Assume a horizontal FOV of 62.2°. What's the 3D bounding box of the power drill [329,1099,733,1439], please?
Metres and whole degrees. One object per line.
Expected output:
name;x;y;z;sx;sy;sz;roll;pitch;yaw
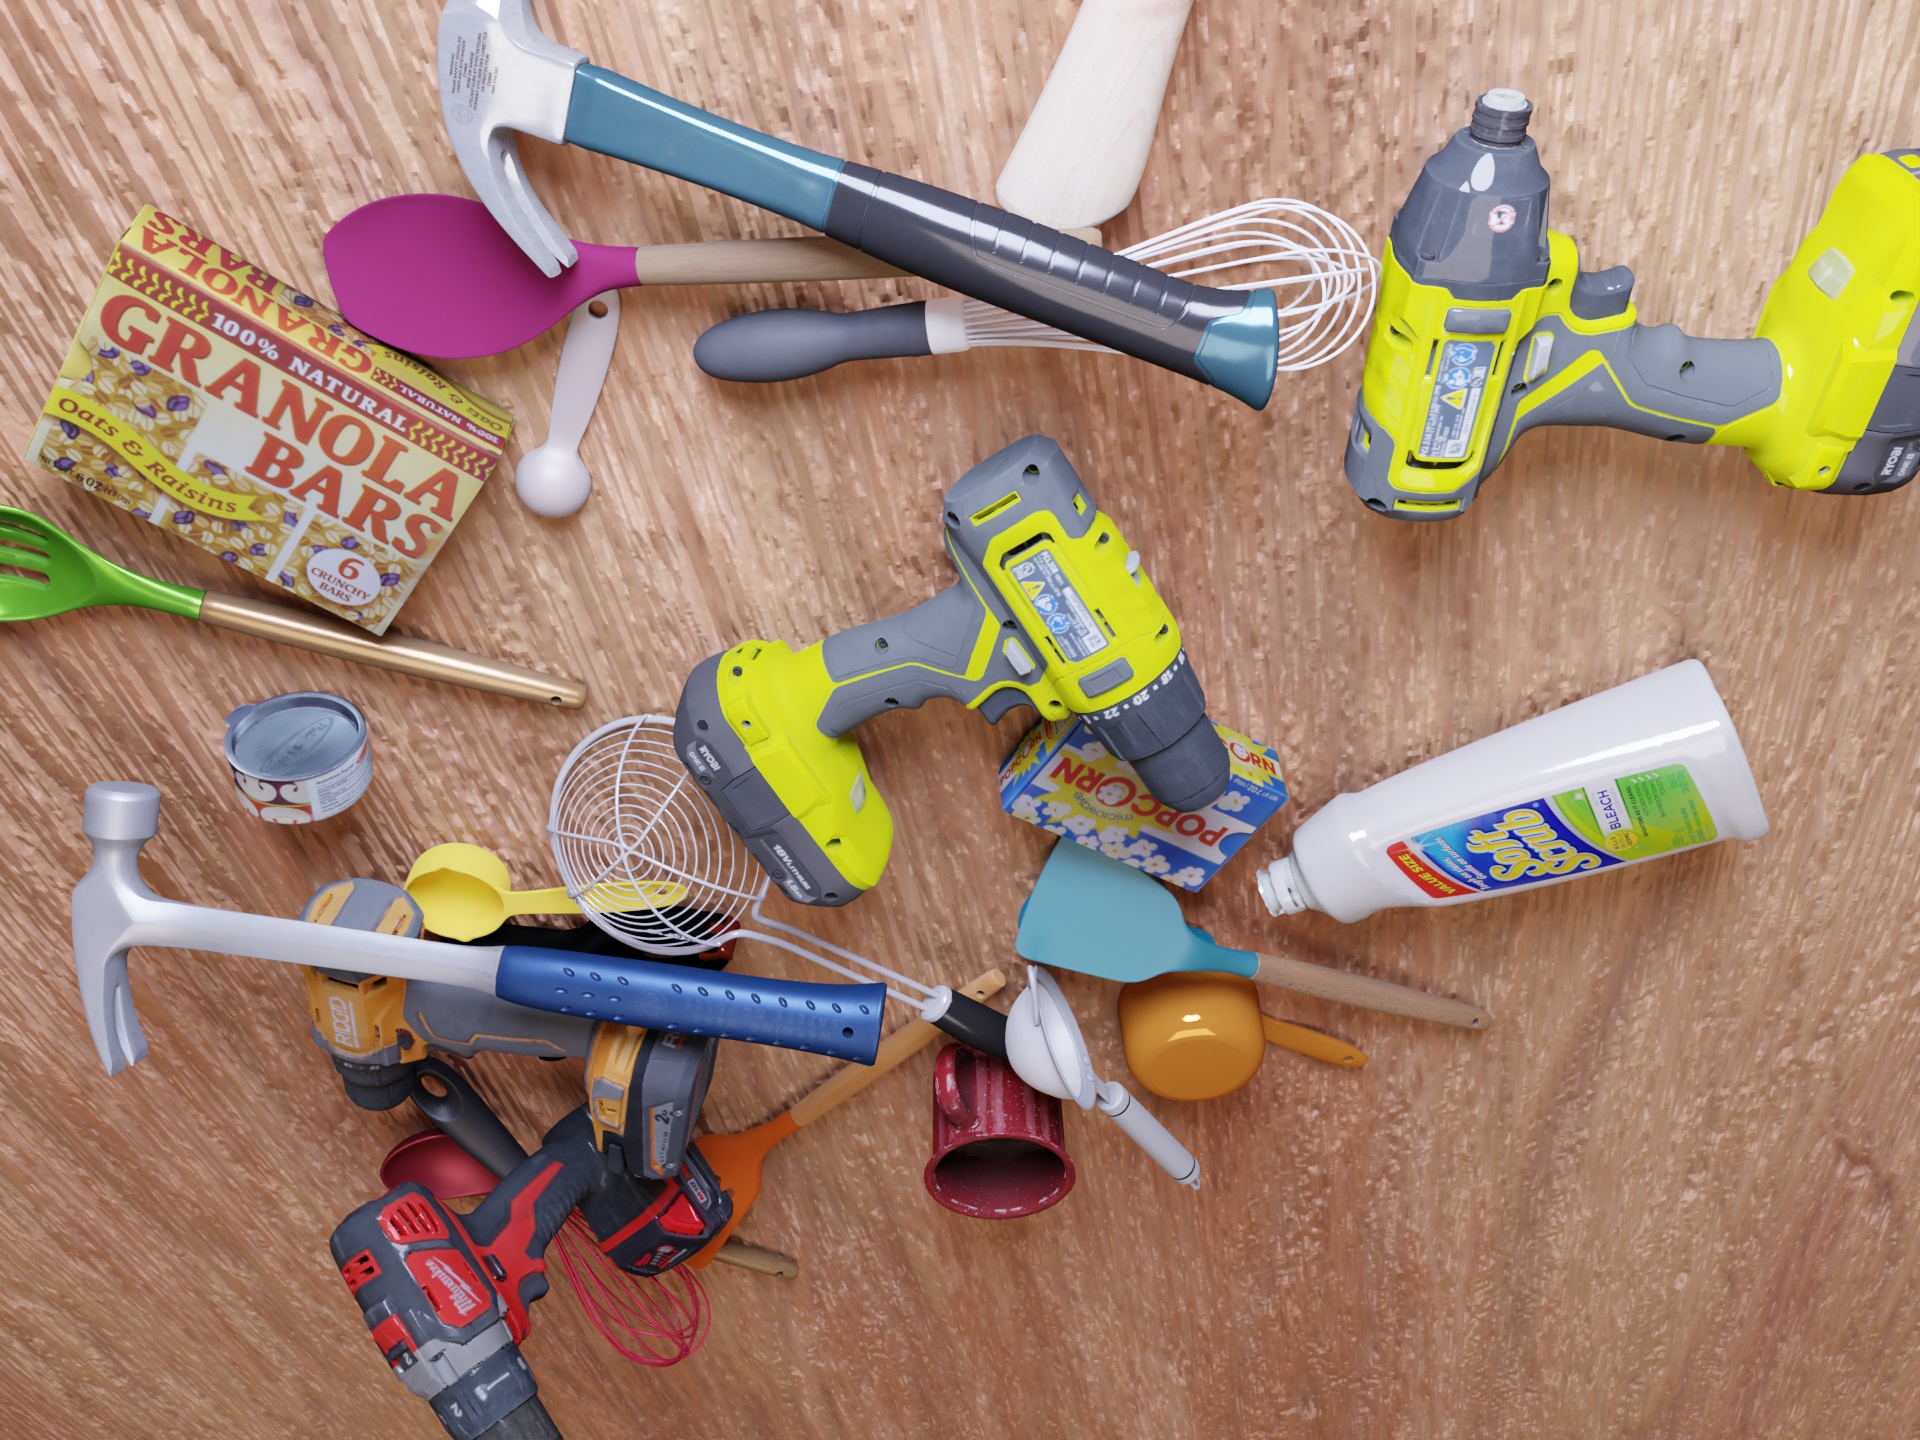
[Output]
power drill;-0.236;0.329;0.936;0.080;0.226;0.188;-41;79;29

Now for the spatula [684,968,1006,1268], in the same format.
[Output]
spatula;-0.090;0.249;1.018;0.322;0.041;0.081;-39;99;26

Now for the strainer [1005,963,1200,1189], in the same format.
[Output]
strainer;0.086;0.224;0.949;0.050;0.087;0.258;-28;129;17

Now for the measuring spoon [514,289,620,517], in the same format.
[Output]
measuring spoon;-0.170;-0.137;0.695;0.034;0.018;0.124;16;128;-14

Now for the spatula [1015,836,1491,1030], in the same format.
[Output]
spatula;0.187;0.142;0.936;0.317;0.044;0.082;17;103;-24

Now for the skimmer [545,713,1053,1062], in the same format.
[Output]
skimmer;-0.064;0.118;0.899;0.363;0.090;0.127;32;110;-34

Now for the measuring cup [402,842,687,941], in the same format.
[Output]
measuring cup;-0.230;0.091;0.889;0.156;0.029;0.062;-2;131;-3

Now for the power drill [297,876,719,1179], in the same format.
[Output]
power drill;-0.256;0.186;0.897;0.226;0.084;0.185;16;135;0

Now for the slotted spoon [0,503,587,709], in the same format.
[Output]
slotted spoon;-0.337;-0.047;0.766;0.313;0.031;0.070;14;130;-15

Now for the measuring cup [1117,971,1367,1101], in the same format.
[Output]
measuring cup;0.179;0.205;0.977;0.173;0.052;0.095;19;128;-14

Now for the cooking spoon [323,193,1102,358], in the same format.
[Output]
cooking spoon;-0.103;-0.183;0.637;0.319;0.017;0.068;0;123;8

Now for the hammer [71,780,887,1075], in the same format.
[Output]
hammer;-0.241;0.130;0.796;0.405;0.035;0.144;8;97;0

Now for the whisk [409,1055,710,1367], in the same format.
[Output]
whisk;-0.265;0.327;1.050;0.073;0.073;0.295;-27;112;21

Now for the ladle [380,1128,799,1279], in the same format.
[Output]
ladle;-0.248;0.343;1.107;0.315;0.031;0.069;27;116;-25

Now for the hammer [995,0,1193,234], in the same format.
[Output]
hammer;0.101;-0.346;0.507;0.146;0.038;0.410;19;128;-15

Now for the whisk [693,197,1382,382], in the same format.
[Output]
whisk;0.027;-0.166;0.651;0.284;0.070;0.070;-4;131;9

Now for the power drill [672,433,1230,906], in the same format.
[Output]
power drill;-0.001;-0.002;0.756;0.228;0.080;0.190;-27;109;21

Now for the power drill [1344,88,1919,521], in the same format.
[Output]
power drill;0.280;-0.163;0.638;0.223;0.080;0.171;0;131;-2

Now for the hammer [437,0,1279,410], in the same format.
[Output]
hammer;-0.033;-0.191;0.592;0.331;0.033;0.128;20;120;-3

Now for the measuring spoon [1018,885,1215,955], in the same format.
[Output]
measuring spoon;0.090;0.120;0.929;0.128;0.021;0.042;11;105;-22
